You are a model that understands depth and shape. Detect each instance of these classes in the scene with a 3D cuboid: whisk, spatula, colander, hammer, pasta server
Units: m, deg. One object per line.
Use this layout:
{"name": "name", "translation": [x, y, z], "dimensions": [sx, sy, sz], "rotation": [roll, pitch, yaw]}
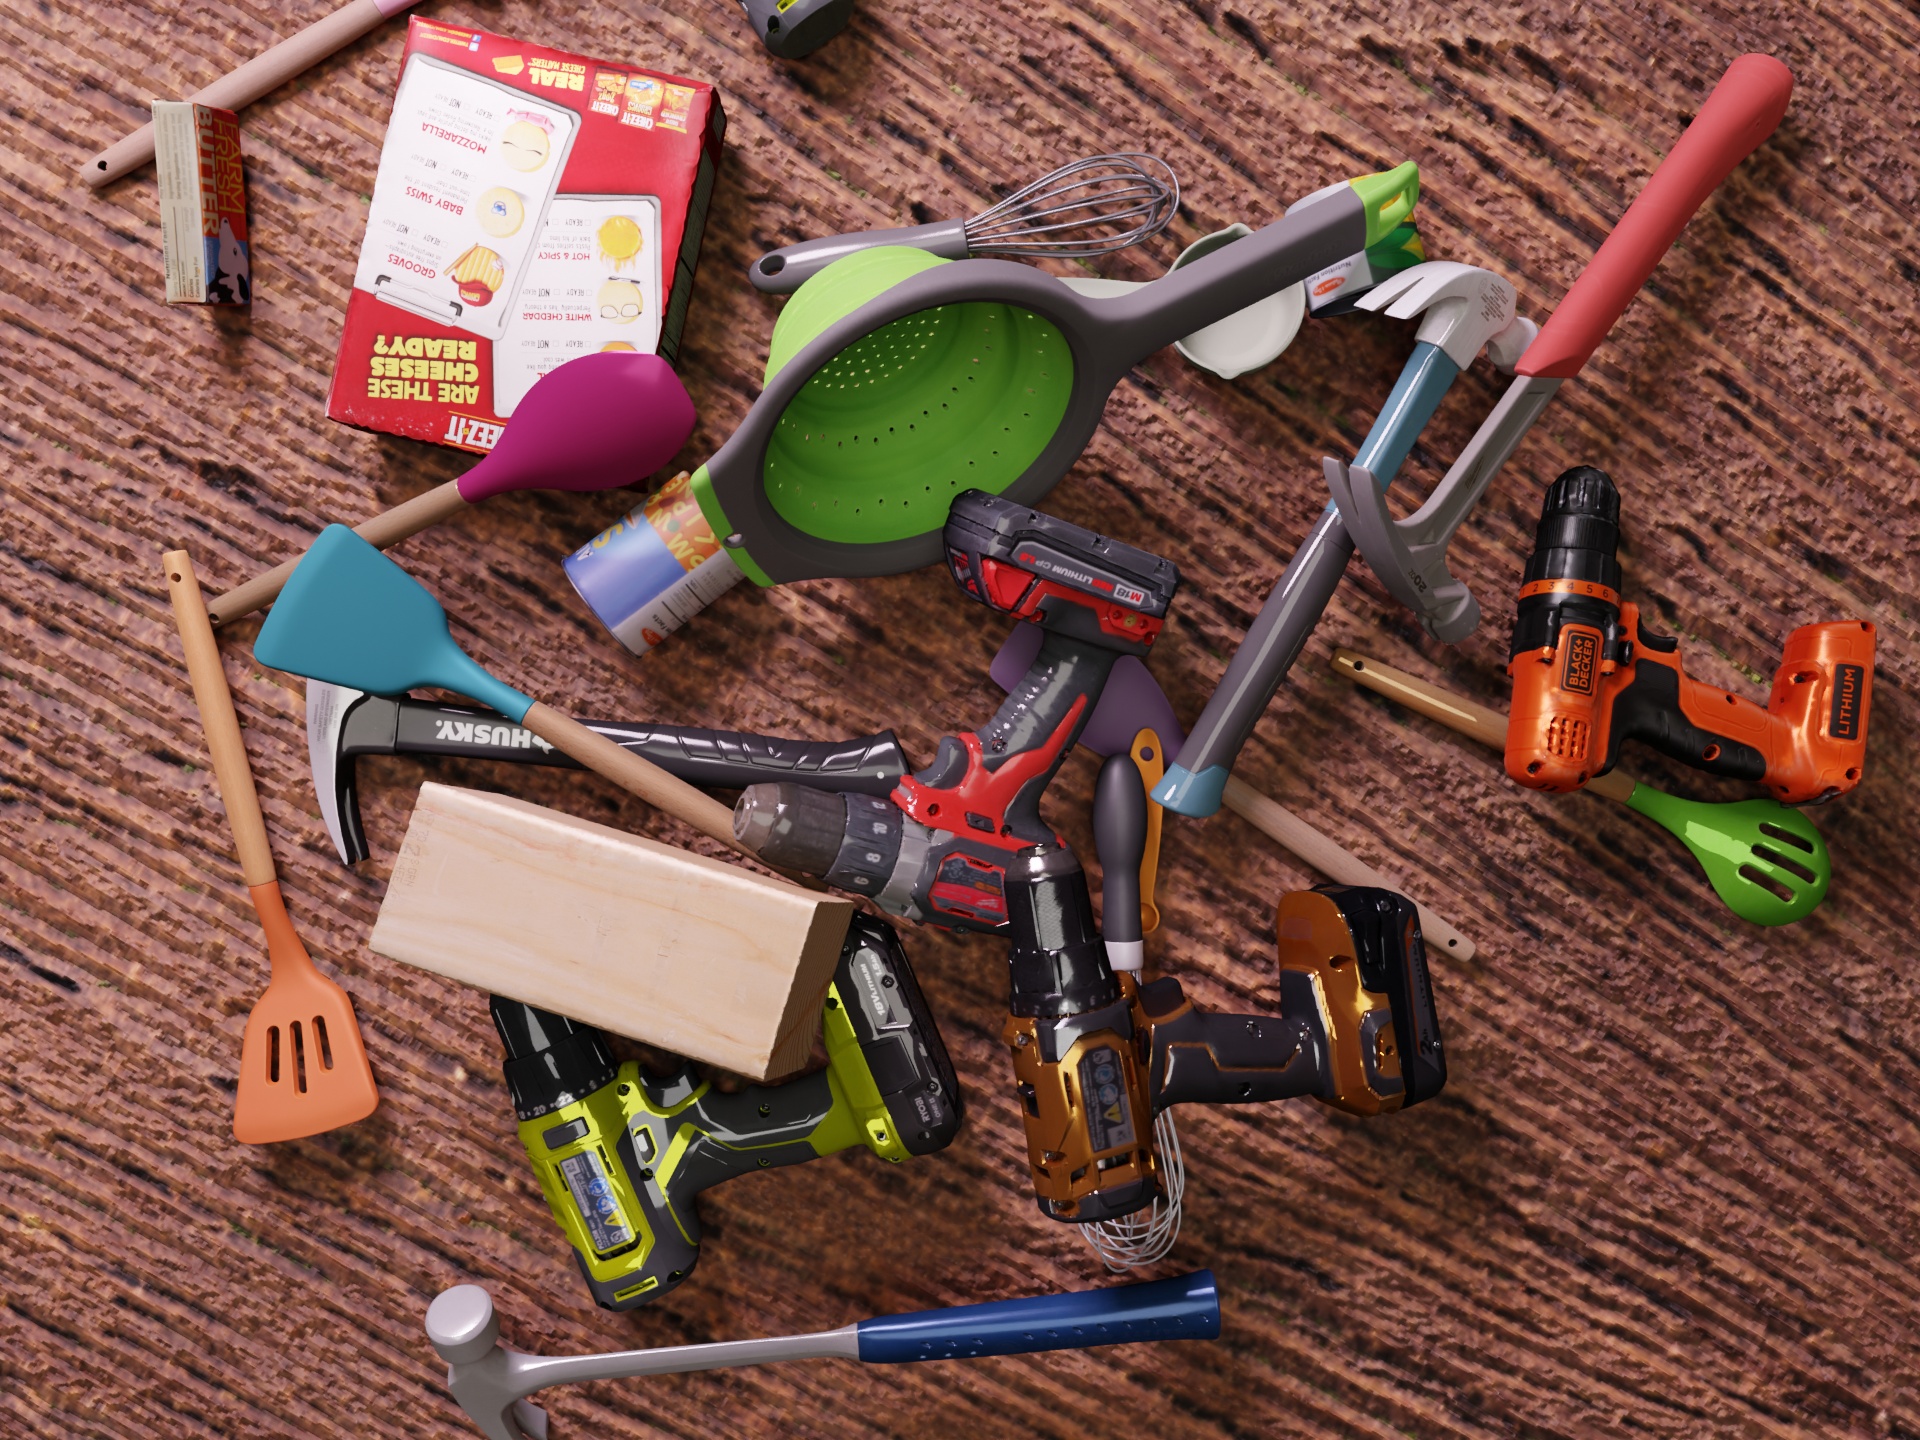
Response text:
{"name": "whisk", "translation": [0.001, -0.266, 0.867], "dimensions": [0.239, 0.055, 0.055], "rotation": [-10, 92, 4]}
{"name": "spatula", "translation": [-0.207, 0.010, 0.837], "dimensions": [0.317, 0.044, 0.082], "rotation": [30, 85, -3]}
{"name": "colander", "translation": [0.040, -0.210, 0.822], "dimensions": [0.397, 0.204, 0.095], "rotation": [-26, 61, 0]}
{"name": "hammer", "translation": [0.327, -0.218, 0.843], "dimensions": [0.359, 0.037, 0.149], "rotation": [-53, 132, -7]}
{"name": "pasta server", "translation": [-0.340, -0.374, 0.859], "dimensions": [0.316, 0.040, 0.060], "rotation": [-30, 103, 1]}
{"name": "hammer", "translation": [-0.190, 0.021, 0.876], "dimensions": [0.334, 0.035, 0.146], "rotation": [6, 91, -2]}
{"name": "whisk", "translation": [0.089, 0.160, 0.871], "dimensions": [0.070, 0.070, 0.284], "rotation": [-1, 92, -1]}
{"name": "hammer", "translation": [0.199, -0.093, 0.852], "dimensions": [0.128, 0.033, 0.331], "rotation": [26, 95, -44]}
{"name": "spatula", "translation": [-0.388, 0.067, 0.864], "dimensions": [0.081, 0.041, 0.322], "rotation": [-12, 96, 0]}
{"name": "spatula", "translation": [0.158, 0.041, 0.892], "dimensions": [0.316, 0.018, 0.060], "rotation": [35, 95, -1]}
{"name": "hammer", "translation": [-0.065, 0.336, 0.851], "dimensions": [0.405, 0.035, 0.144], "rotation": [-5, 129, -2]}

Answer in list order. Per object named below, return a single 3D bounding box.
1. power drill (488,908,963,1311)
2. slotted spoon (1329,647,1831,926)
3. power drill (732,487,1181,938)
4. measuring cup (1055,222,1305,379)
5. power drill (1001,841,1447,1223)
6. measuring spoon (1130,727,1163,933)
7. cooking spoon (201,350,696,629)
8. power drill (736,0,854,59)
{"name": "power drill", "translation": [-0.131, 0.191, 0.863], "dimensions": [0.228, 0.080, 0.190], "rotation": [-23, 92, 2]}
{"name": "slotted spoon", "translation": [0.350, 0.031, 0.892], "dimensions": [0.314, 0.031, 0.070], "rotation": [25, 86, 0]}
{"name": "power drill", "translation": [-0.001, -0.003, 0.827], "dimensions": [0.187, 0.080, 0.226], "rotation": [17, 99, -21]}
{"name": "measuring cup", "translation": [0.104, -0.229, 0.877], "dimensions": [0.167, 0.038, 0.083], "rotation": [4, 94, 8]}
{"name": "power drill", "translation": [0.128, 0.140, 0.823], "dimensions": [0.226, 0.084, 0.185], "rotation": [-11, 90, -21]}
{"name": "measuring spoon", "translation": [0.104, 0.061, 0.889], "dimensions": [0.021, 0.011, 0.117], "rotation": [3, 98, 22]}
{"name": "cooking spoon", "translation": [-0.278, -0.109, 0.830], "dimensions": [0.319, 0.017, 0.068], "rotation": [-21, 118, 18]}
{"name": "power drill", "translation": [-0.054, -0.487, 0.844], "dimensions": [0.223, 0.080, 0.171], "rotation": [-33, 92, 3]}
